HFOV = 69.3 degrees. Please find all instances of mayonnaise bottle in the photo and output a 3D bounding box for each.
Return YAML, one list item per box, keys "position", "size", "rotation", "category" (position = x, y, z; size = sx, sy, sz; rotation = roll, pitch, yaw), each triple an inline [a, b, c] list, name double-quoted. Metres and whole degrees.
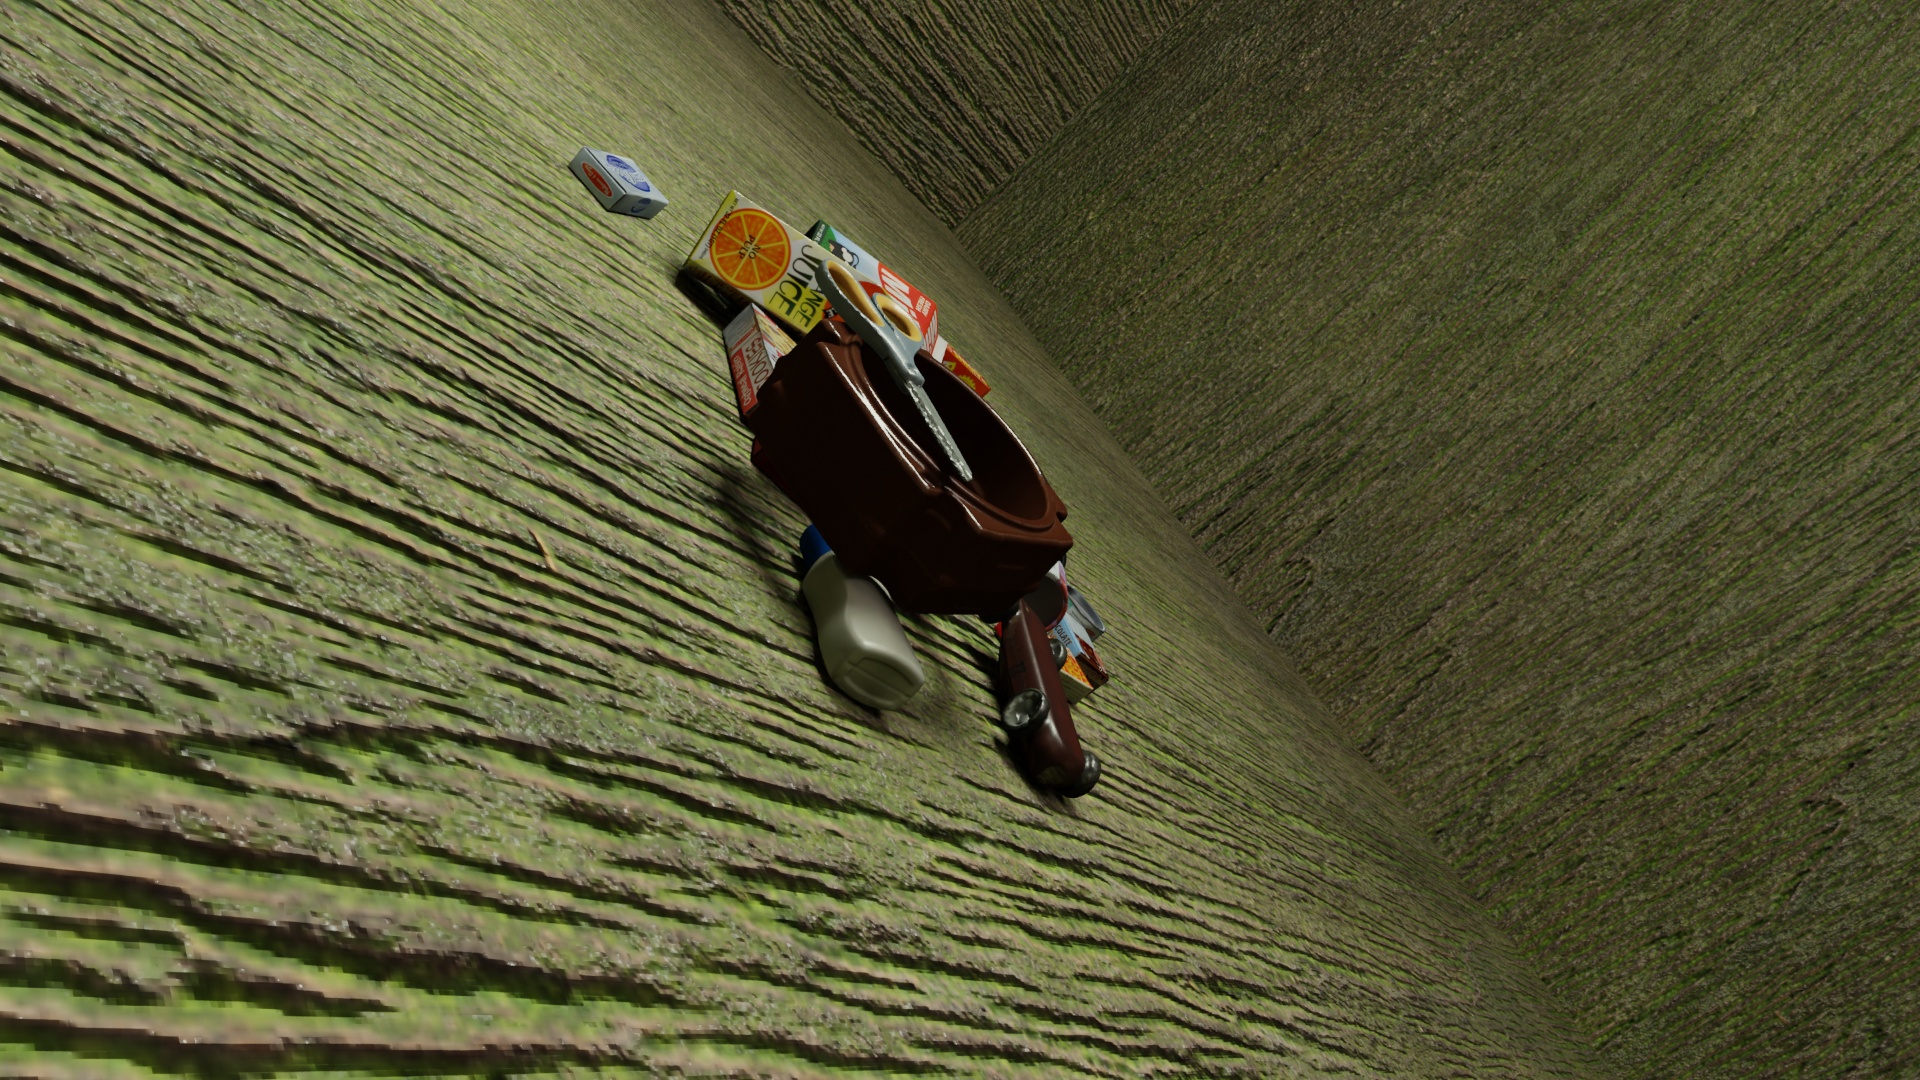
- position: [-0.069, 0.041, 0.875]
  size: [0.064, 0.041, 0.149]
  rotation: [35, 17, -36]
  category: "mayonnaise bottle"

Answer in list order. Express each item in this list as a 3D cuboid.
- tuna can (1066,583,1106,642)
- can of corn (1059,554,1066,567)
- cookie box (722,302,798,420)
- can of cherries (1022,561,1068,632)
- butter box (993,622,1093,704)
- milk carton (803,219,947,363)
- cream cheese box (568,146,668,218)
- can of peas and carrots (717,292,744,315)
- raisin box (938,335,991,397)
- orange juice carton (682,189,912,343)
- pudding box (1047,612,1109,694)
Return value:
- position: [0.115, 0.077, 1.425]
  size: [0.071, 0.033, 0.071]
  rotation: [46, 12, -13]
  category: "tuna can"
- position: [0.064, 0.008, 1.370]
  size: [0.071, 0.071, 0.058]
  rotation: [36, 16, -45]
  category: "can of corn"
- position: [-0.131, -0.112, 1.135]
  size: [0.122, 0.040, 0.168]
  rotation: [41, 13, -32]
  category: "cookie box"
- position: [0.065, 0.049, 1.265]
  size: [0.071, 0.071, 0.058]
  rotation: [46, 12, -11]
  category: "can of cherries"
- position: [0.073, 0.104, 1.215]
  size: [0.103, 0.024, 0.053]
  rotation: [34, 19, -49]
  category: "butter box"
- position: [-0.095, -0.233, 1.424]
  size: [0.190, 0.073, 0.073]
  rotation: [33, 49, -21]
  category: "milk carton"
- position: [-0.294, -0.308, 1.199]
  size: [0.053, 0.024, 0.104]
  rotation: [49, 12, -1]
  category: "cream cheese box"
- position: [-0.186, -0.238, 1.279]
  size: [0.071, 0.058, 0.071]
  rotation: [46, 13, -13]
  category: "can of peas and carrots"
- position: [-0.037, -0.186, 1.574]
  size: [0.123, 0.086, 0.040]
  rotation: [40, 13, -37]
  category: "raisin box"
- position: [-0.139, -0.218, 1.212]
  size: [0.192, 0.072, 0.073]
  rotation: [31, -5, -17]
  category: "orange juice carton"
- position: [0.105, 0.102, 1.319]
  size: [0.049, 0.030, 0.084]
  rotation: [42, 14, -33]
  category: "pudding box"
